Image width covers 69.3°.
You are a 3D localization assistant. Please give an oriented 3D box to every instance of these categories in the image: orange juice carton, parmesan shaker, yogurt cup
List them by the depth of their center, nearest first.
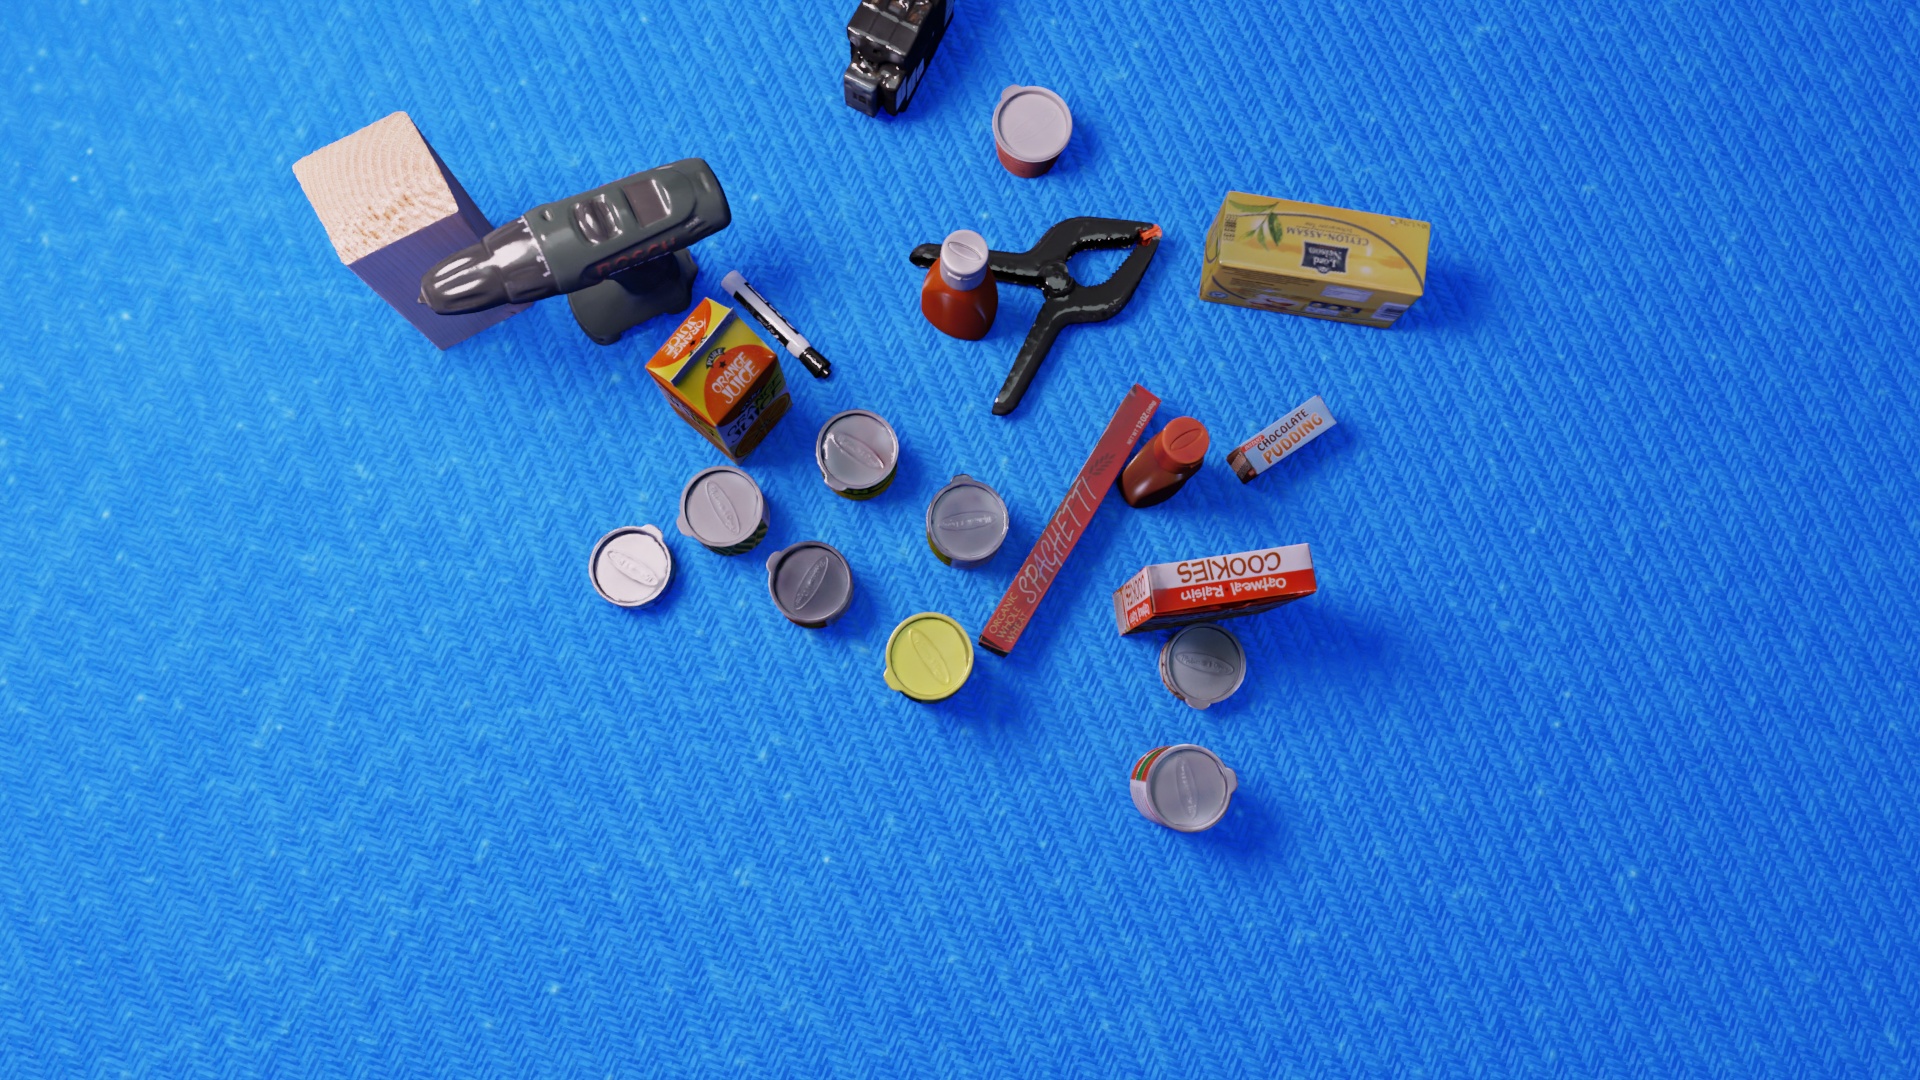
[{"bbox_3d":[-0.187,-0.124,1.078,0.073,0.192,0.072,39,82,4],"label":"orange juice carton"},{"bbox_3d":[-0.027,0.096,1.093,0.071,0.103,0.071,0,81,-2],"label":"parmesan shaker"},{"bbox_3d":[0.060,-0.348,1.196,0.072,0.054,0.072,0,81,-2],"label":"yogurt cup"}]

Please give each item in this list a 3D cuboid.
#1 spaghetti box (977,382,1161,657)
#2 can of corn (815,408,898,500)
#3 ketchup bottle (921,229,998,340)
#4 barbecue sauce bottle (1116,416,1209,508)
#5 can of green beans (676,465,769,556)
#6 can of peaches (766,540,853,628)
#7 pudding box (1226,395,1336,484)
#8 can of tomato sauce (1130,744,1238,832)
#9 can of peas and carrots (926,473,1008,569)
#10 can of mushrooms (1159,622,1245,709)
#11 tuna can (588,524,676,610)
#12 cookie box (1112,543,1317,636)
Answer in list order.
[{"bbox_3d":[0.089,-0.015,1.143,0.029,0.050,0.250,31,81,3],"label":"spaghetti box"},{"bbox_3d":[-0.086,-0.067,1.140,0.071,0.058,0.071,0,81,-2],"label":"can of corn"},{"bbox_3d":[0.001,-0.206,1.121,0.065,0.148,0.043,25,81,2],"label":"ketchup bottle"},{"bbox_3d":[0.165,-0.063,1.104,0.065,0.148,0.043,-30,83,-6],"label":"barbecue sauce bottle"},{"bbox_3d":[-0.190,-0.023,1.129,0.071,0.057,0.071,0,81,-2],"label":"can of green beans"},{"bbox_3d":[-0.121,0.035,1.122,0.071,0.058,0.071,0,81,-2],"label":"can of peaches"},{"bbox_3d":[0.268,-0.084,1.162,0.084,0.049,0.030,-33,84,-7],"label":"pudding box"},{"bbox_3d":[0.174,0.193,1.095,0.071,0.083,0.071,0,81,-2],"label":"can of tomato sauce"},{"bbox_3d":[0.004,-0.014,1.135,0.071,0.058,0.071,0,81,-2],"label":"can of peas and carrots"},{"bbox_3d":[0.196,0.103,1.136,0.071,0.033,0.071,0,81,-2],"label":"can of mushrooms"},{"bbox_3d":[-0.265,0.021,1.131,0.071,0.032,0.071,0,81,-2],"label":"tuna can"},{"bbox_3d":[0.192,0.041,1.078,0.123,0.167,0.040,-9,82,-4],"label":"cookie box"}]
